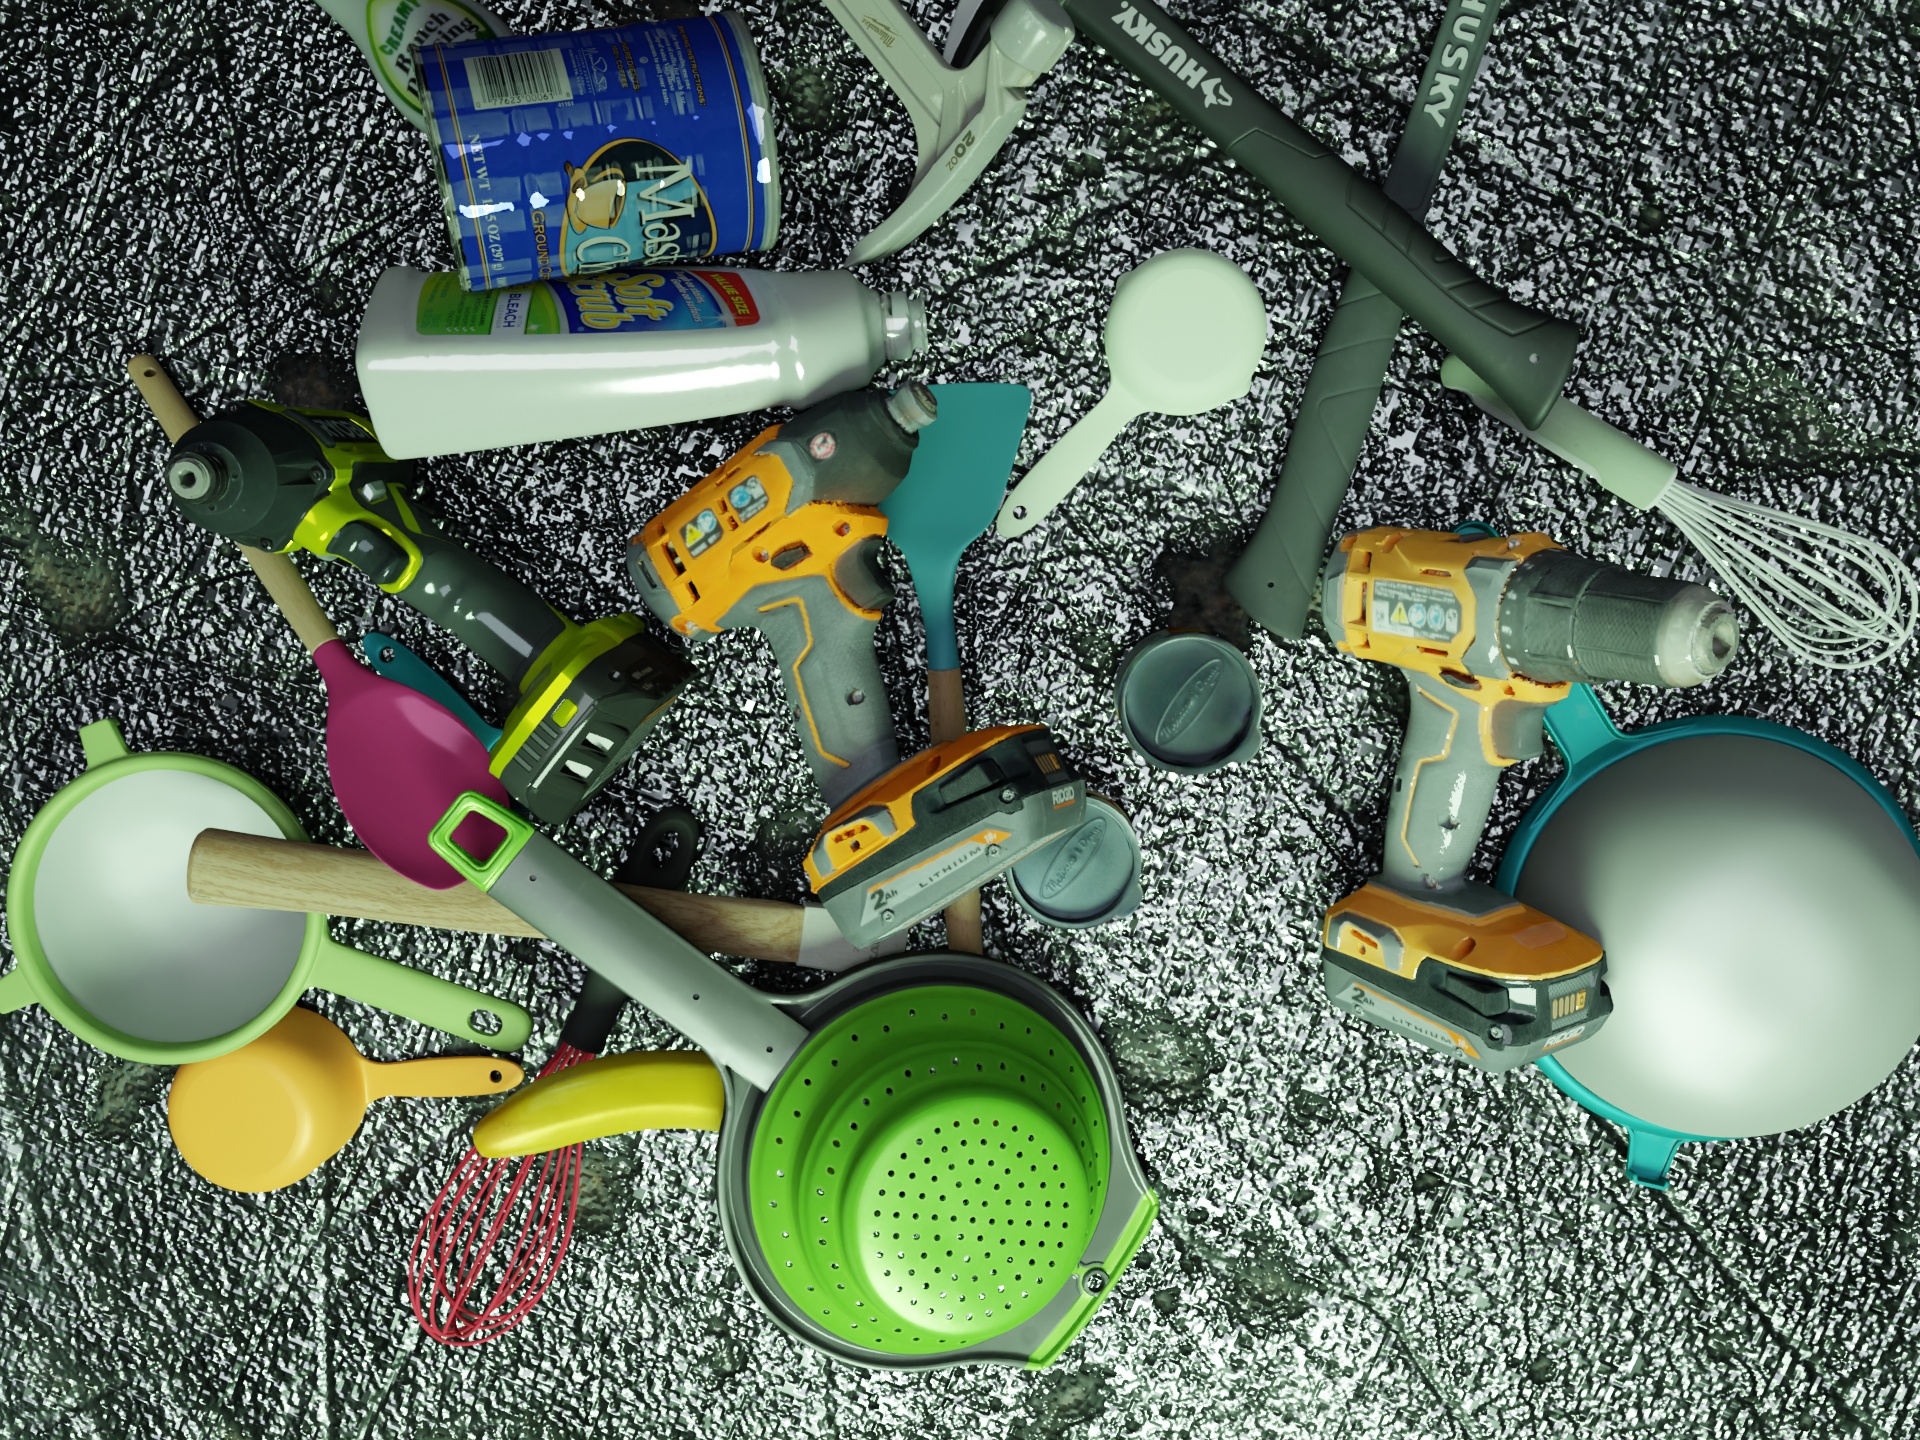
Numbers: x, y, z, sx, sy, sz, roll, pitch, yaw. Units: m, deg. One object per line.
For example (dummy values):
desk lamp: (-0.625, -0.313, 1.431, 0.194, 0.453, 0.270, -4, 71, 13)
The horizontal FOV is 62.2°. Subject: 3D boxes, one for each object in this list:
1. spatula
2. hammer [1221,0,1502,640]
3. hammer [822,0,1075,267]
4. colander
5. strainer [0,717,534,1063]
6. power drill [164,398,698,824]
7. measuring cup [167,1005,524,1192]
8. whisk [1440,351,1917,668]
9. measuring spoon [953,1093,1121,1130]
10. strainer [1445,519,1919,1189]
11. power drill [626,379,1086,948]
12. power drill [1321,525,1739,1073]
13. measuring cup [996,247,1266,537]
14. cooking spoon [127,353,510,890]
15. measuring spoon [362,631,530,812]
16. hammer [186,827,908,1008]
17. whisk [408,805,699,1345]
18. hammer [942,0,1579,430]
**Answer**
spatula: (-0.001, -0.002, 0.777, 0.082, 0.044, 0.317, 0, 102, 17)
hammer: (0.208, -0.234, 0.727, 0.149, 0.036, 0.409, 19, 99, 13)
hammer: (-0.105, -0.387, 0.722, 0.359, 0.037, 0.149, 52, 128, 4)
colander: (-0.068, 0.163, 0.710, 0.397, 0.094, 0.204, 39, 82, -12)
strainer: (-0.330, 0.106, 0.790, 0.256, 0.069, 0.151, 20, 93, -4)
power drill: (-0.238, -0.057, 0.715, 0.223, 0.171, 0.080, 38, 98, -5)
measuring cup: (-0.312, 0.191, 0.803, 0.173, 0.052, 0.095, -4, 96, 5)
whisk: (0.330, -0.103, 0.738, 0.246, 0.058, 0.059, 33, 106, 4)
measuring spoon: (0.023, 0.195, 0.807, 0.117, 0.011, 0.021, 2, 96, 7)
strainer: (0.326, 0.054, 0.729, 0.211, 0.095, 0.340, -33, 95, 6)
power drill: (-0.038, -0.032, 0.714, 0.164, 0.084, 0.226, -34, 80, 22)
power drill: (0.238, 0.032, 0.687, 0.084, 0.185, 0.226, -9, 104, -32)
measuring cup: (0.075, -0.150, 0.749, 0.083, 0.038, 0.167, 43, 95, -2)
cooking spoon: (-0.313, -0.054, 0.756, 0.069, 0.017, 0.319, -32, 77, -22)
measuring spoon: (-0.249, -0.003, 0.800, 0.128, 0.021, 0.042, 39, 98, 8)
hammer: (-0.190, 0.091, 0.756, 0.331, 0.031, 0.130, 7, 88, -9)
whisk: (-0.198, 0.179, 0.795, 0.073, 0.073, 0.296, 24, 91, 1)
hammer: (0.137, -0.248, 0.707, 0.335, 0.035, 0.146, 45, 100, 9)
